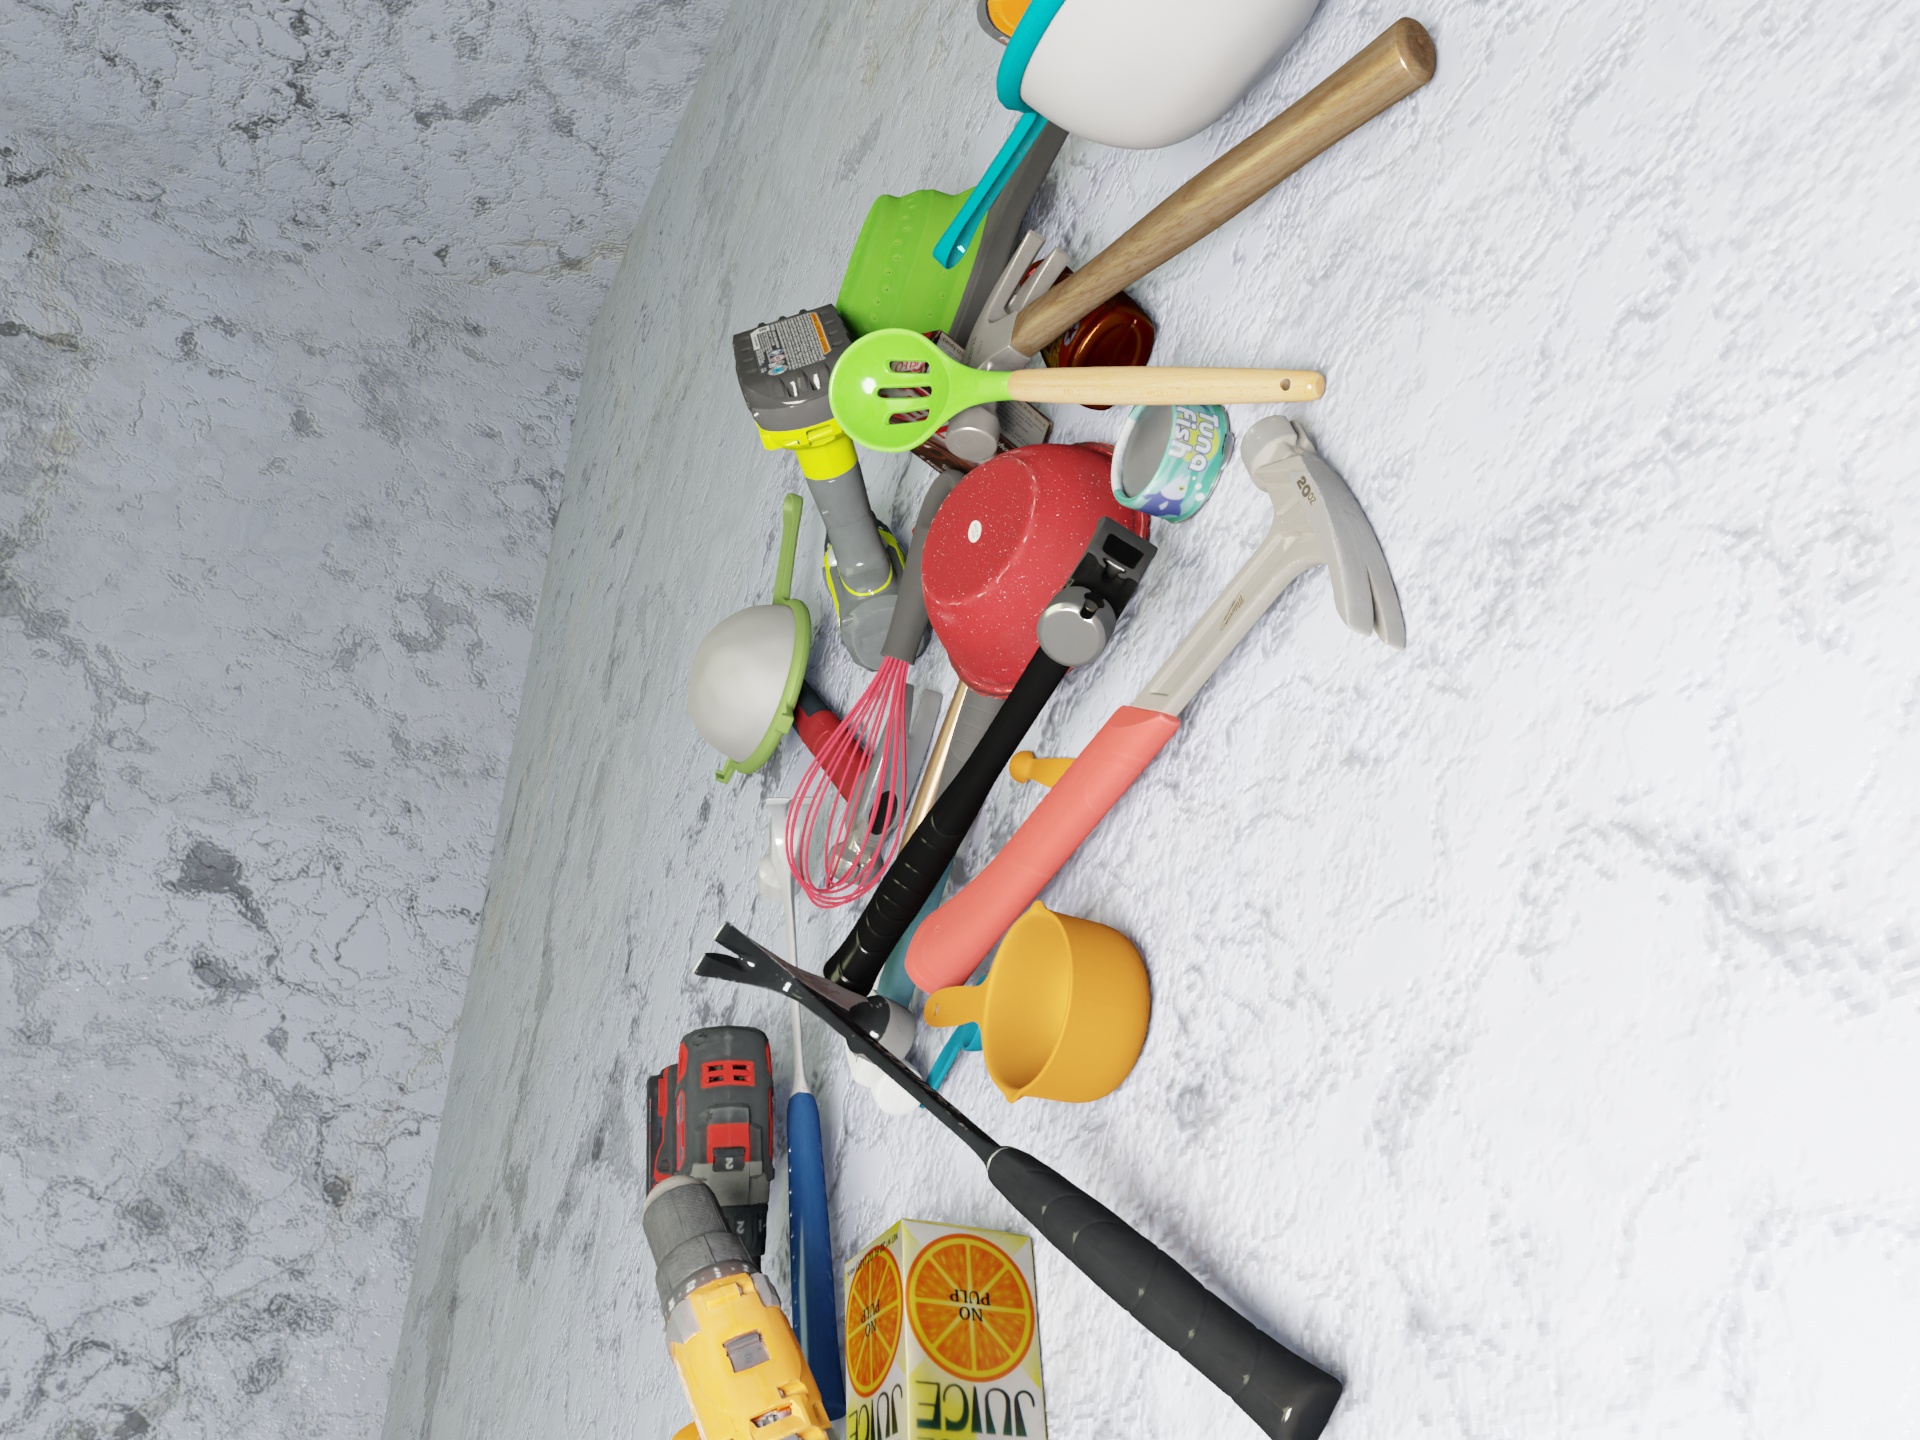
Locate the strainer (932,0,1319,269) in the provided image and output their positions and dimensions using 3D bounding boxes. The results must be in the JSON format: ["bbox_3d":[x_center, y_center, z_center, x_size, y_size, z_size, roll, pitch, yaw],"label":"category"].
[{"bbox_3d":[0.094,-0.337,0.860,0.211,0.095,0.340,-45,1,-40],"label":"strainer"}]

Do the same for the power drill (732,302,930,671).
[{"bbox_3d":[-0.088,-0.170,1.132,0.191,0.080,0.228,-110,2,-54],"label":"power drill"}]

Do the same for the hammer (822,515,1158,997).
[{"bbox_3d":[0.006,0.034,0.839,0.334,0.035,0.146,-58,-1,35],"label":"hammer"}]

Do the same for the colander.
[{"bbox_3d":[-0.008,-0.346,1.079,0.397,0.094,0.205,128,157,-57],"label":"colander"}]

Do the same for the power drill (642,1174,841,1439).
[{"bbox_3d":[-0.124,0.371,0.852,0.186,0.084,0.226,53,148,43],"label":"power drill"}]

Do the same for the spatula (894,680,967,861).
[{"bbox_3d":[-0.002,-0.003,1.016,0.060,0.018,0.316,-143,71,-71],"label":"spatula"}]

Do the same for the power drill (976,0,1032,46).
[{"bbox_3d":[0.104,-0.520,1.024,0.227,0.084,0.164,29,102,63],"label":"power drill"}]

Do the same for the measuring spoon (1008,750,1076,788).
[{"bbox_3d":[0.052,0.029,0.876,0.117,0.011,0.021,9,84,68],"label":"measuring spoon"}]

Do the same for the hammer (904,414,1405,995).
[{"bbox_3d":[0.074,0.028,0.772,0.359,0.036,0.149,-54,30,34],"label":"hammer"}]

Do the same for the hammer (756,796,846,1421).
[{"bbox_3d":[-0.104,0.233,1.030,0.144,0.035,0.406,104,162,-53],"label":"hammer"}]

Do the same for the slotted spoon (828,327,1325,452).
[{"bbox_3d":[0.049,-0.173,0.833,0.314,0.031,0.070,10,102,41],"label":"slotted spoon"}]

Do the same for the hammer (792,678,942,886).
[{"bbox_3d":[-0.105,-0.008,1.238,0.143,0.038,0.387,-69,23,10],"label":"hammer"}]

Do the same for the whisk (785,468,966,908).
[{"bbox_3d":[-0.047,-0.021,1.025,0.073,0.073,0.296,15,87,68],"label":"whisk"}]

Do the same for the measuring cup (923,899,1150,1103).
[{"bbox_3d":[0.035,0.145,0.793,0.173,0.052,0.095,154,128,-64],"label":"measuring cup"}]

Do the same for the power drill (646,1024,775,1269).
[{"bbox_3d":[-0.163,0.304,1.052,0.226,0.080,0.188,132,138,-69],"label":"power drill"}]

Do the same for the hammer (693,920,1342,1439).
[{"bbox_3d":[0.013,0.188,0.701,0.409,0.149,0.036,24,81,55],"label":"hammer"}]

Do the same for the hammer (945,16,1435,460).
[{"bbox_3d":[0.106,-0.256,0.832,0.331,0.031,0.130,-25,46,48],"label":"hammer"}]

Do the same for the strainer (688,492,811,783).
[{"bbox_3d":[-0.177,-0.084,1.317,0.151,0.069,0.257,-34,45,56],"label":"strainer"}]

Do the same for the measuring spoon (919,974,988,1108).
[{"bbox_3d":[0.003,0.188,0.893,0.128,0.021,0.042,116,169,-46],"label":"measuring spoon"}]

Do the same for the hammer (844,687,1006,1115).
[{"bbox_3d":[-0.006,0.060,0.960,0.128,0.033,0.331,-155,82,-71],"label":"hammer"}]
